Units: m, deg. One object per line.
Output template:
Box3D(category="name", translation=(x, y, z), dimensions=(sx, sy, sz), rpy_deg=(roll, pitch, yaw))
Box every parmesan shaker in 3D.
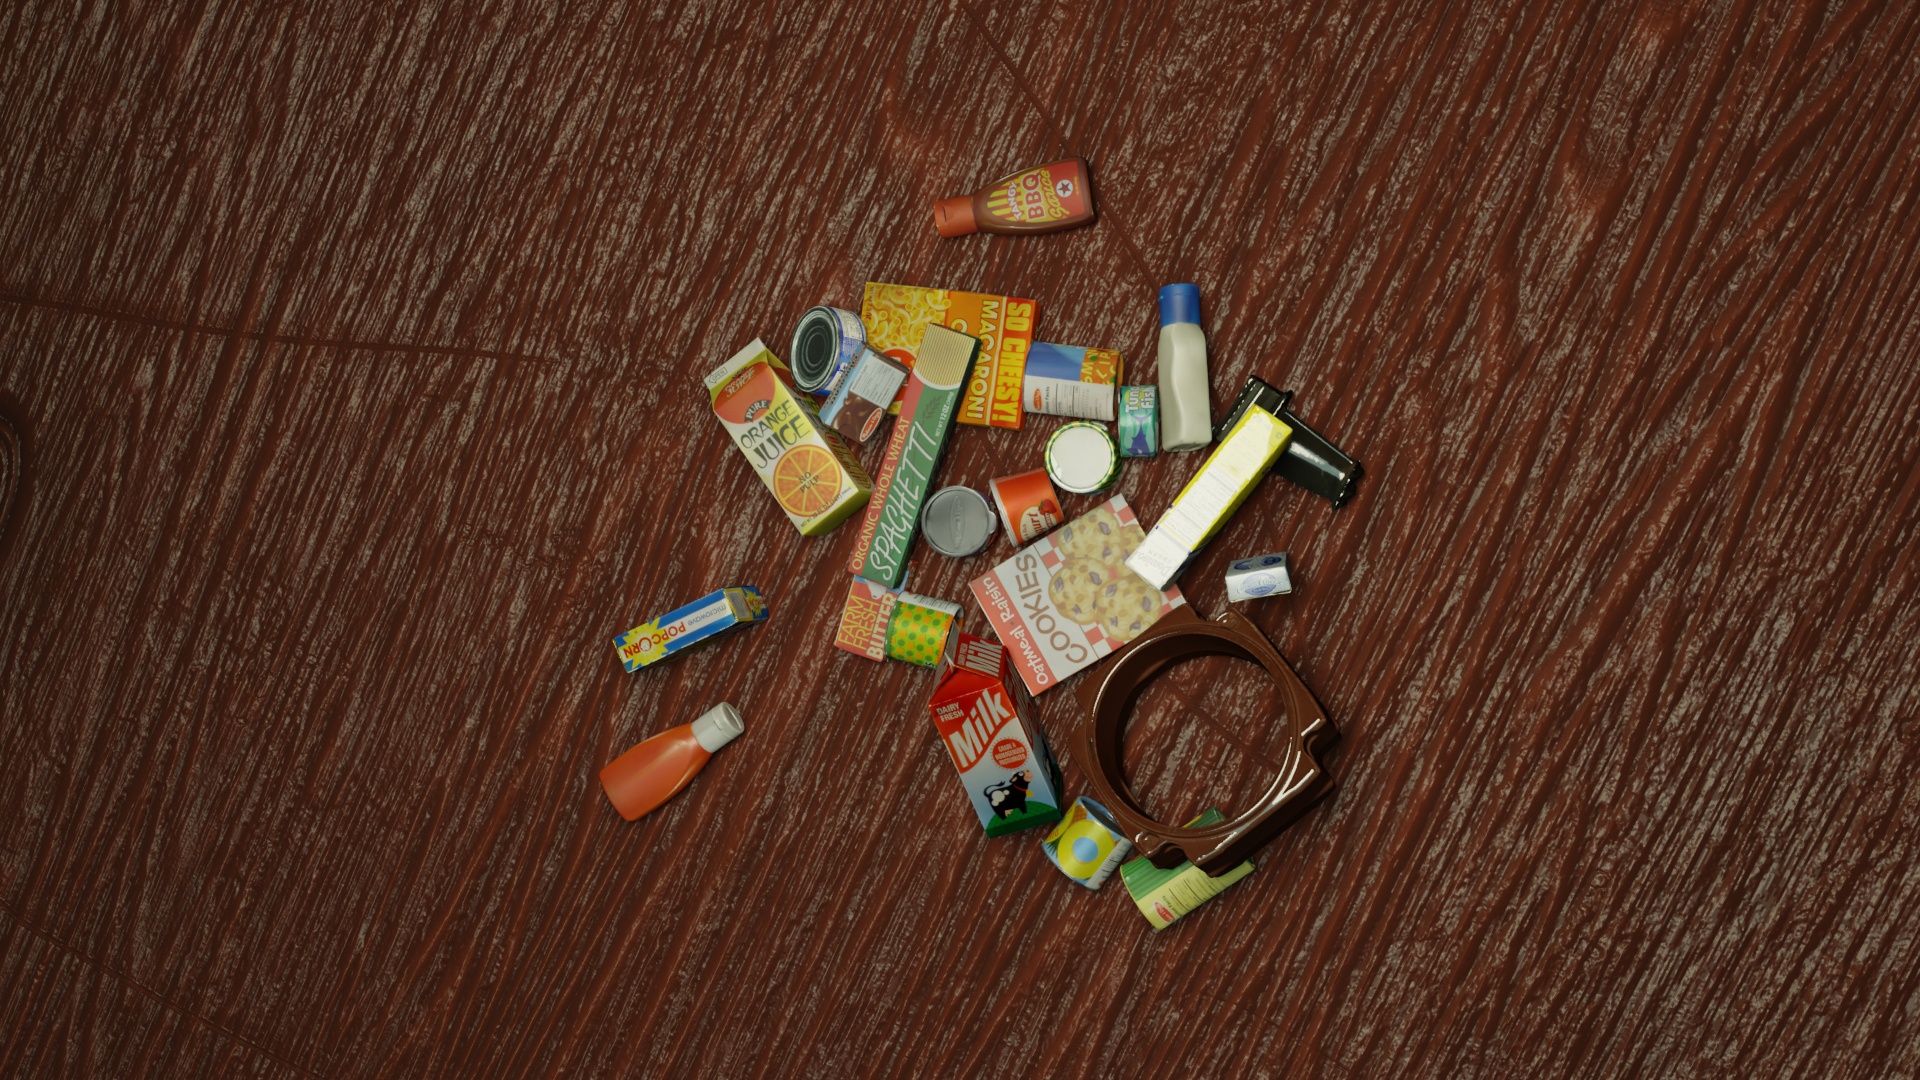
Box3D(category="parmesan shaker", translation=(0.206, 0.296, 1.251), dimensions=(0.103, 0.071, 0.071), rpy_deg=(-36, 82, 9))

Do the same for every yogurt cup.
Box3D(category="yogurt cup", translation=(0.063, -0.034, 1.290), dimensions=(0.054, 0.072, 0.072), rpy_deg=(-21, 85, 4))

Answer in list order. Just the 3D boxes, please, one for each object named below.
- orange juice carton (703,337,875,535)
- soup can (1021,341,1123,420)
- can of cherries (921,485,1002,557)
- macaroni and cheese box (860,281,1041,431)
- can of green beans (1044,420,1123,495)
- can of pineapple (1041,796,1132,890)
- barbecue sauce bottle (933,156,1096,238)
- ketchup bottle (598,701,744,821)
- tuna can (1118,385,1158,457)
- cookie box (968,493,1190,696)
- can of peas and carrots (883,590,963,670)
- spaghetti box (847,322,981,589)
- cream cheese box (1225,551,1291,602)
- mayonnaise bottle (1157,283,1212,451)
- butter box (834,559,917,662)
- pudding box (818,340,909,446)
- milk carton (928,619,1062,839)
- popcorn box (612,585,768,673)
Box3D(category="orange juice carton", translation=(-0.168, -0.101, 1.337), dimensions=(0.071, 0.073, 0.193), rpy_deg=(-38, 81, 10))
Box3D(category="soup can", translation=(0.105, -0.149, 1.281), dimensions=(0.084, 0.071, 0.071), rpy_deg=(7, 91, 12))
Box3D(category="can of cherries", translation=(0.005, -0.016, 1.304), dimensions=(0.071, 0.058, 0.071), rpy_deg=(0, 88, 13))
Box3D(category="macaroni and cheese box", translation=(-0.014, -0.175, 1.320), dimensions=(0.166, 0.040, 0.123), rpy_deg=(8, 92, 13))
Box3D(category="can of green beans", translation=(0.114, -0.075, 1.280), dimensions=(0.071, 0.058, 0.071), rpy_deg=(0, 89, 13))
Box3D(category="can of pineapple", translation=(0.116, 0.275, 1.270), dimensions=(0.071, 0.071, 0.058), rpy_deg=(37, 97, 11))
Box3D(category="barbecue sauce bottle", translation=(0.051, -0.316, 1.306), dimensions=(0.148, 0.044, 0.065), rpy_deg=(-8, 89, 13))
Box3D(category="ketchup bottle", translation=(-0.283, 0.214, 1.373), dimensions=(0.148, 0.043, 0.065), rpy_deg=(-35, 83, 10))
Box3D(category="tuna can", translation=(0.162, -0.110, 1.264), dimensions=(0.033, 0.071, 0.071), rpy_deg=(-1, 89, 11))
Box3D(category="cookie box", translation=(0.109, 0.051, 1.289), dimensions=(0.167, 0.040, 0.123), rpy_deg=(-31, 83, 9))
Box3D(category="can of peas and carrots", translation=(-0.035, 0.088, 1.308), dimensions=(0.059, 0.071, 0.071), rpy_deg=(13, 92, 12))
Box3D(category="spaghetti box", translation=(-0.043, -0.077, 1.295), dimensions=(0.050, 0.029, 0.249), rpy_deg=(21, 99, 13))
Box3D(category="cream cheese box", translation=(0.263, 0.032, 1.221), dimensions=(0.053, 0.104, 0.024), rpy_deg=(-11, 94, 14))
Box3D(category="mayonnaise bottle", translation=(0.202, -0.157, 1.261), dimensions=(0.041, 0.064, 0.148), rpy_deg=(-1, 85, -8))
Box3D(category="butter box", translation=(-0.082, 0.061, 1.340), dimensions=(0.053, 0.024, 0.103), rpy_deg=(17, 92, 13))
Box3D(category="pudding box", translation=(-0.090, -0.137, 1.291), dimensions=(0.049, 0.030, 0.083), rpy_deg=(26, 101, -24))
Box3D(category="milk carton", translation=(0.026, 0.166, 1.254), dimensions=(0.073, 0.072, 0.190), rpy_deg=(-19, 108, 12))
Box3D(category="popcorn box", translation=(-0.260, 0.085, 1.349), dimensions=(0.126, 0.085, 0.038), rpy_deg=(-24, 85, 11))
